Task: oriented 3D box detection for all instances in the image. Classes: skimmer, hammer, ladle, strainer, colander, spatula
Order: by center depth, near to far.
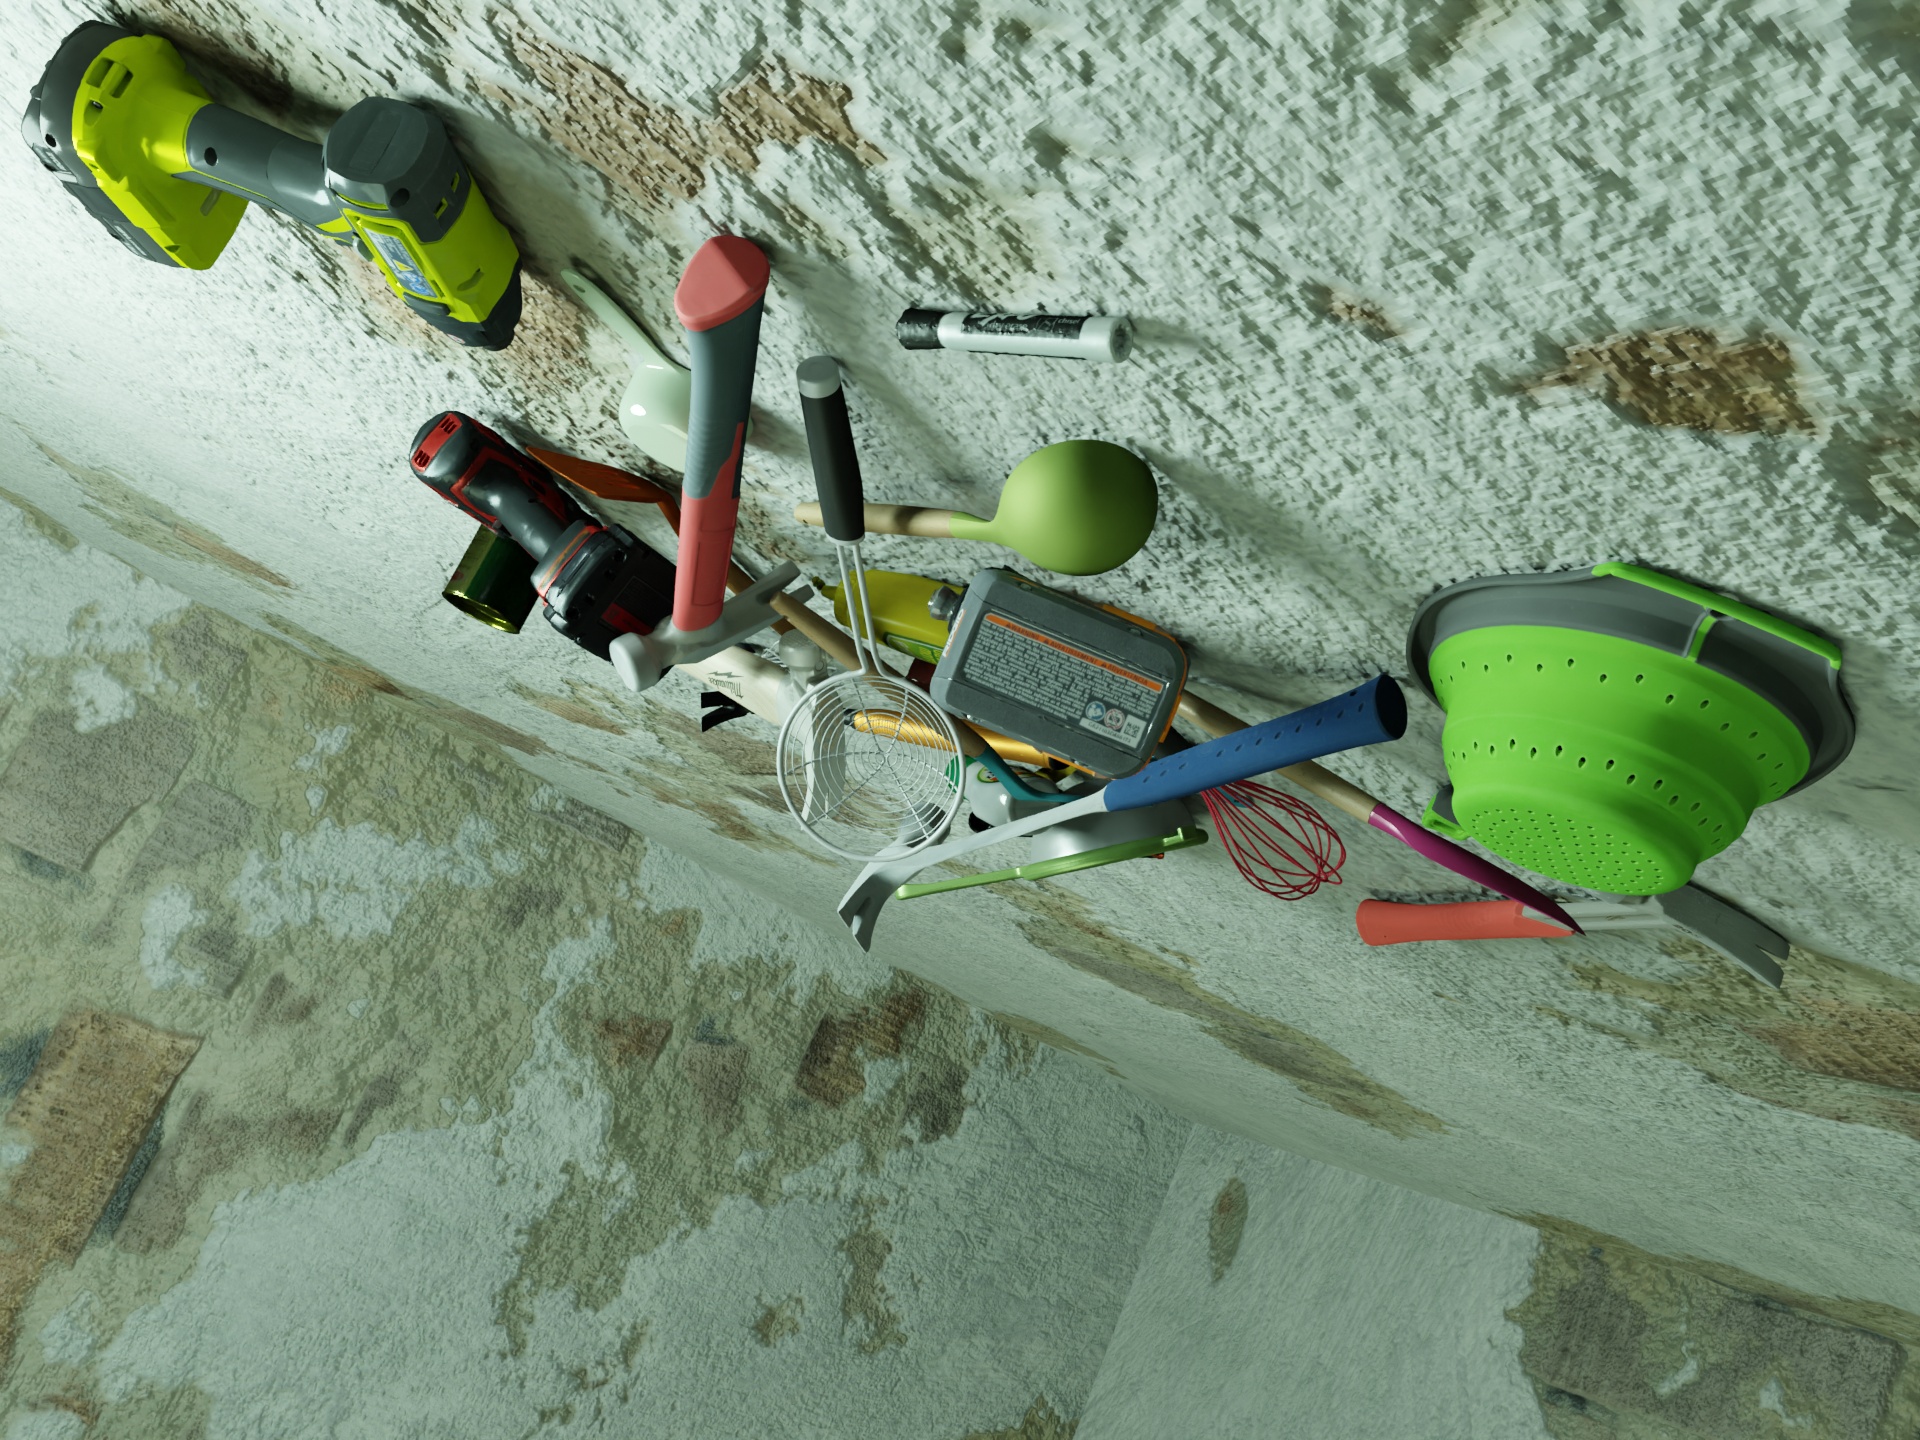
[{"bbox_3d":[0.301,0.044,0.836,0.204,0.094,0.397,23,165,6],"label":"colander"},{"bbox_3d":[-0.009,-0.121,0.888,0.078,0.062,0.320,32,170,-33],"label":"ladle"},{"bbox_3d":[-0.128,-0.138,0.902,0.038,0.143,0.386,54,156,14],"label":"hammer"},{"bbox_3d":[-0.066,-0.048,0.933,0.127,0.090,0.362,8,145,10],"label":"skimmer"},{"bbox_3d":[0.085,0.054,0.990,0.405,0.144,0.035,-21,108,38],"label":"hammer"},{"bbox_3d":[-0.002,-0.003,1.088,0.317,0.044,0.082,37,161,-28],"label":"spatula"},{"bbox_3d":[0.404,0.147,1.143,0.149,0.037,0.359,28,164,-12],"label":"hammer"},{"bbox_3d":[-0.192,-0.116,1.165,0.081,0.041,0.322,33,173,32],"label":"spatula"},{"bbox_3d":[-0.225,-0.054,1.228,0.411,0.038,0.146,27,128,43],"label":"hammer"},{"bbox_3d":[0.067,0.091,1.275,0.256,0.069,0.151,-12,174,9],"label":"strainer"},{"bbox_3d":[-0.058,0.003,1.302,0.337,0.034,0.127,9,-167,35],"label":"hammer"}]

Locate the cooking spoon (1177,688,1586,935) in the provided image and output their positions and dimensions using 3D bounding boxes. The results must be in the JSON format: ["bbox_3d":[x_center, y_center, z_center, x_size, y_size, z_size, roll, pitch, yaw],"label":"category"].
[{"bbox_3d":[0.226,0.042,0.949,0.319,0.017,0.068,32,-174,33],"label":"cooking spoon"}]

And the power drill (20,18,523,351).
[{"bbox_3d":[-0.342,-0.266,0.824,0.223,0.080,0.171,19,164,9],"label":"power drill"}]

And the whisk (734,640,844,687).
[{"bbox_3d":[-0.158,-0.039,1.295,0.070,0.070,0.285,30,176,-20],"label":"whisk"}]

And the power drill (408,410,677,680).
[{"bbox_3d":[-0.272,-0.119,1.131,0.227,0.080,0.187,39,180,32],"label":"power drill"}]

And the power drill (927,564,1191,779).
[{"bbox_3d":[0.047,-0.036,0.894,0.164,0.084,0.226,23,-173,5],"label":"power drill"}]

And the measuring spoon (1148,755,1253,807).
[{"bbox_3d":[0.180,0.038,1.170,0.042,0.021,0.128,-8,156,41],"label":"measuring spoon"}]

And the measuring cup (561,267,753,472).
[{"bbox_3d":[-0.180,-0.190,0.895,0.083,0.038,0.167,16,165,29],"label":"measuring cup"}]

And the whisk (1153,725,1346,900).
[{"bbox_3d":[0.177,0.047,1.102,0.295,0.073,0.073,38,160,-35],"label":"whisk"}]

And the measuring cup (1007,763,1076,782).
[{"bbox_3d":[0.063,0.045,1.366,0.062,0.029,0.156,23,154,-18],"label":"measuring cup"}]
